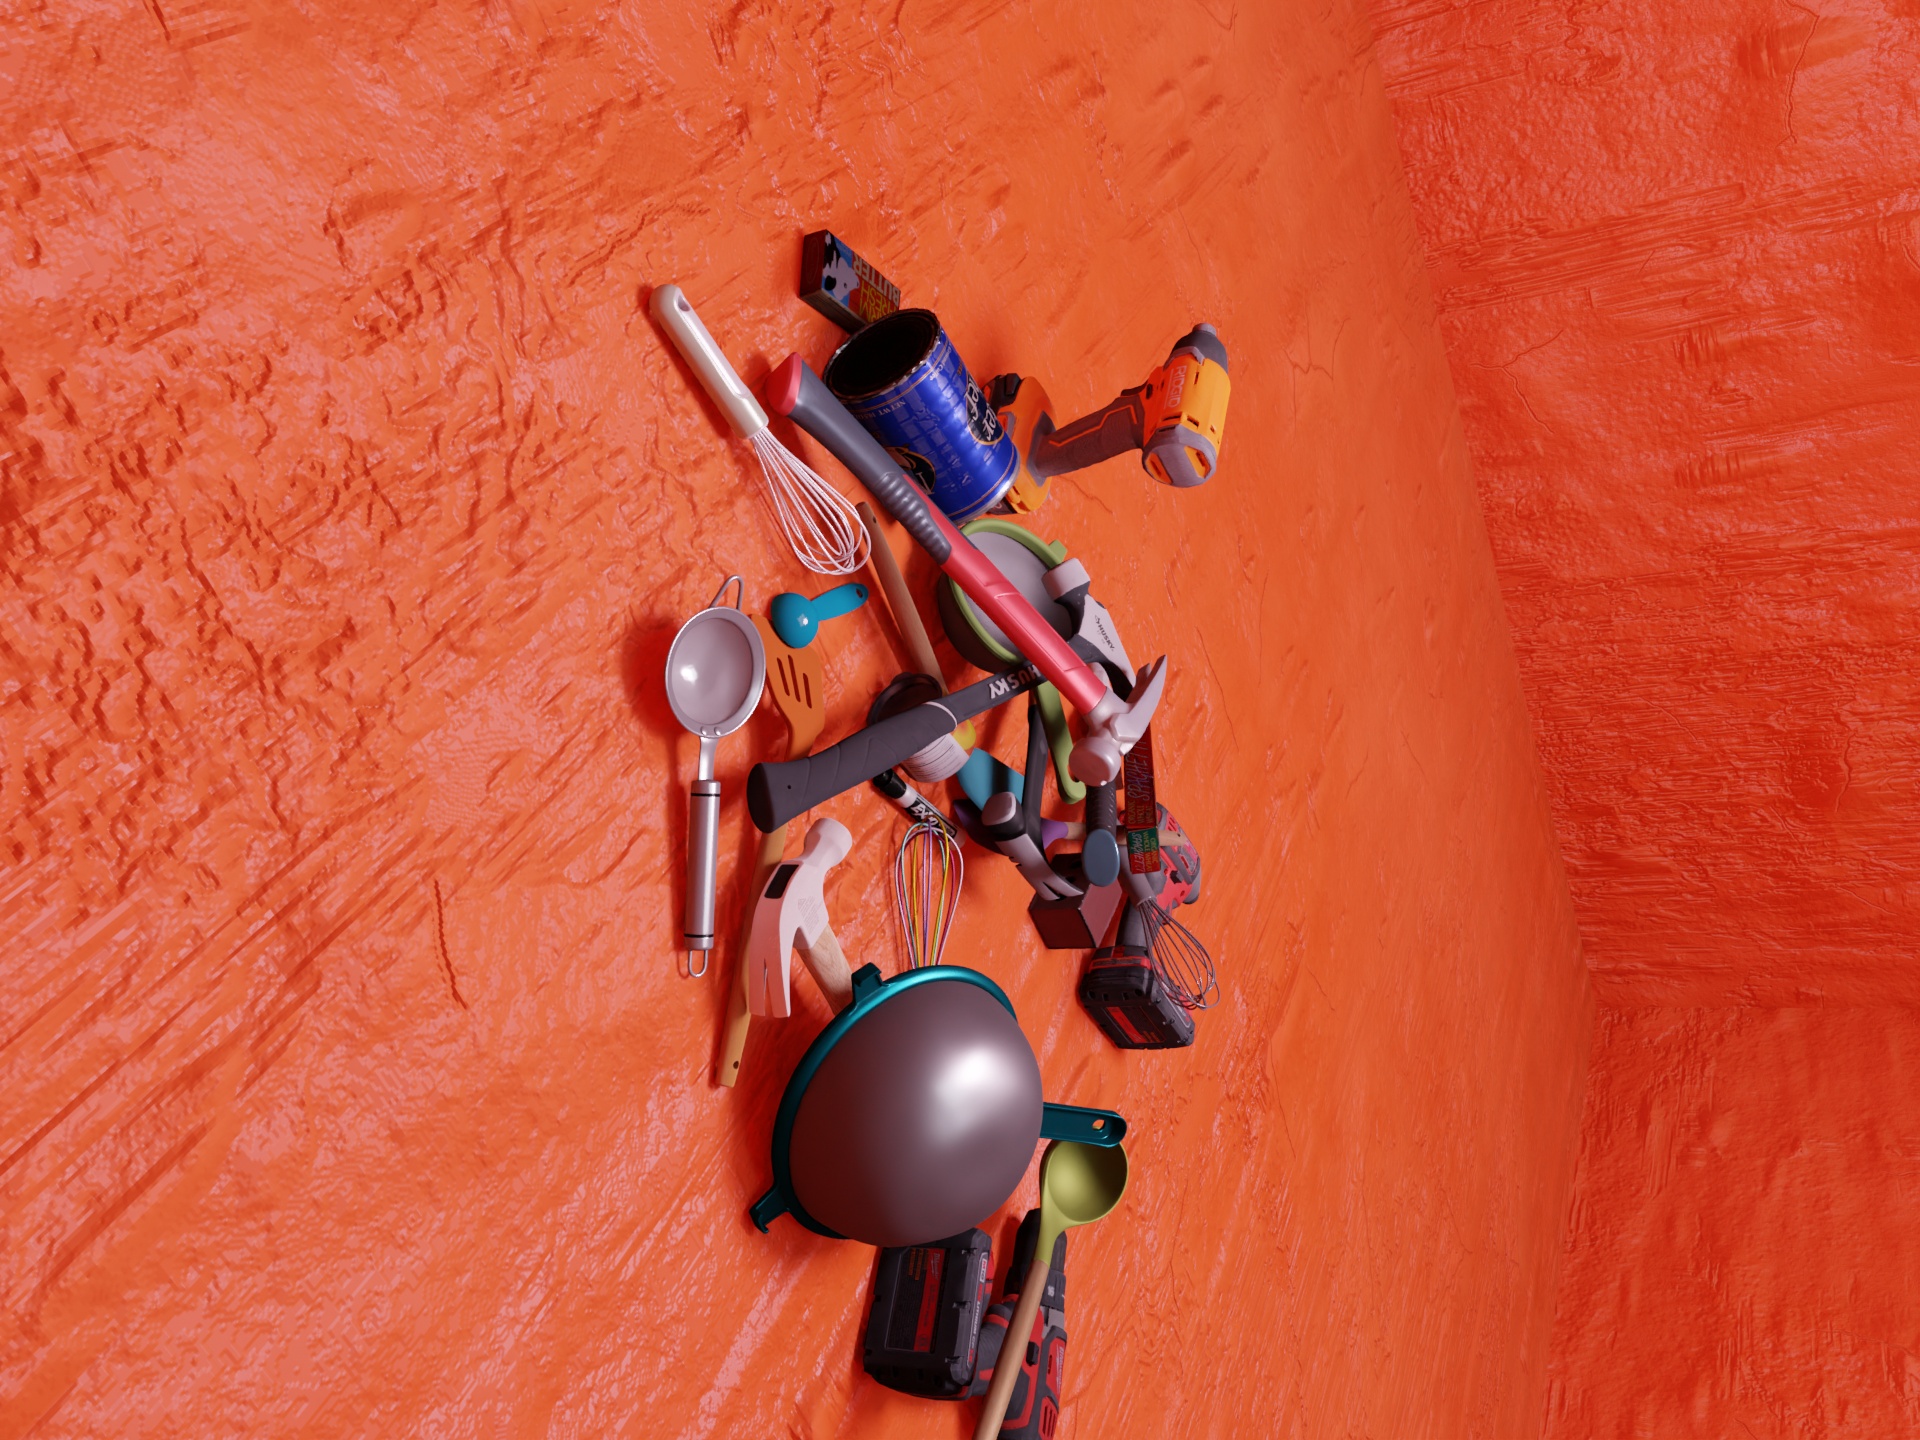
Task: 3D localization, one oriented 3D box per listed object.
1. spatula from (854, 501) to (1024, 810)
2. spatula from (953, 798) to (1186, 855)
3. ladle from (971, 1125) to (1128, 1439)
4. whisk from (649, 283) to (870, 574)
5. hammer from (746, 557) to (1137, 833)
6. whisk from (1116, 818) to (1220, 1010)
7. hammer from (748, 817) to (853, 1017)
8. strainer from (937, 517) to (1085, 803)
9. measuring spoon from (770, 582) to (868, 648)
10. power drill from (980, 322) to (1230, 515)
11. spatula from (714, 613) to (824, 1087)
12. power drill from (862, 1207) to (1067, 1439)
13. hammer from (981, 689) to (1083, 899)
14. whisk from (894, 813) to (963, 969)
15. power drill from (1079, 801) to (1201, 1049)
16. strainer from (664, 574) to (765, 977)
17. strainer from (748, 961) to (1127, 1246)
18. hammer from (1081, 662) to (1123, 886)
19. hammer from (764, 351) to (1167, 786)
[{"bbox_3d":[-0.013,-0.038,1.277,0.082,0.044,0.317,-67,142,-51],"label":"spatula"},{"bbox_3d":[0.108,0.101,1.420,0.315,0.018,0.060,8,46,-47],"label":"spatula"},{"bbox_3d":[0.062,0.417,1.167,0.078,0.062,0.320,56,29,-14],"label":"ladle"},{"bbox_3d":[-0.139,-0.197,1.104,0.246,0.059,0.058,56,29,-31],"label":"whisk"},{"bbox_3d":[-0.002,-0.004,1.172,0.409,0.036,0.149,-27,86,-45],"label":"hammer"},{"bbox_3d":[0.173,0.167,1.464,0.055,0.055,0.239,36,22,-51],"label":"whisk"},{"bbox_3d":[-0.062,0.235,1.127,0.130,0.031,0.331,-57,133,-43],"label":"hammer"},{"bbox_3d":[0.045,-0.042,1.310,0.151,0.069,0.257,4,62,-40],"label":"strainer"},{"bbox_3d":[-0.095,-0.086,1.173,0.128,0.021,0.042,-32,98,-58],"label":"measuring spoon"},{"bbox_3d":[0.124,-0.264,1.373,0.084,0.226,0.164,51,44,-43],"label":"power drill"},{"bbox_3d":[-0.135,0.085,1.084,0.081,0.041,0.323,32,62,-52],"label":"spatula"},{"bbox_3d":[0.022,0.451,1.229,0.226,0.080,0.188,50,42,-48],"label":"power drill"},{"bbox_3d":[0.076,-0.008,1.384,0.127,0.034,0.337,53,33,-39],"label":"hammer"},{"bbox_3d":[-0.027,0.194,1.224,0.051,0.047,0.245,11,79,-59],"label":"whisk"},{"bbox_3d":[0.189,0.202,1.552,0.143,0.078,0.220,53,40,-41],"label":"power drill"},{"bbox_3d":[-0.166,0.036,1.023,0.086,0.050,0.258,6,86,-51],"label":"strainer"},{"bbox_3d":[0.028,0.295,1.120,0.340,0.095,0.211,19,96,-42],"label":"strainer"},{"bbox_3d":[0.123,0.049,1.395,0.331,0.033,0.128,-77,162,-67],"label":"hammer"},{"bbox_3d":[0.007,-0.129,1.193,0.386,0.038,0.143,46,45,-13],"label":"hammer"}]
